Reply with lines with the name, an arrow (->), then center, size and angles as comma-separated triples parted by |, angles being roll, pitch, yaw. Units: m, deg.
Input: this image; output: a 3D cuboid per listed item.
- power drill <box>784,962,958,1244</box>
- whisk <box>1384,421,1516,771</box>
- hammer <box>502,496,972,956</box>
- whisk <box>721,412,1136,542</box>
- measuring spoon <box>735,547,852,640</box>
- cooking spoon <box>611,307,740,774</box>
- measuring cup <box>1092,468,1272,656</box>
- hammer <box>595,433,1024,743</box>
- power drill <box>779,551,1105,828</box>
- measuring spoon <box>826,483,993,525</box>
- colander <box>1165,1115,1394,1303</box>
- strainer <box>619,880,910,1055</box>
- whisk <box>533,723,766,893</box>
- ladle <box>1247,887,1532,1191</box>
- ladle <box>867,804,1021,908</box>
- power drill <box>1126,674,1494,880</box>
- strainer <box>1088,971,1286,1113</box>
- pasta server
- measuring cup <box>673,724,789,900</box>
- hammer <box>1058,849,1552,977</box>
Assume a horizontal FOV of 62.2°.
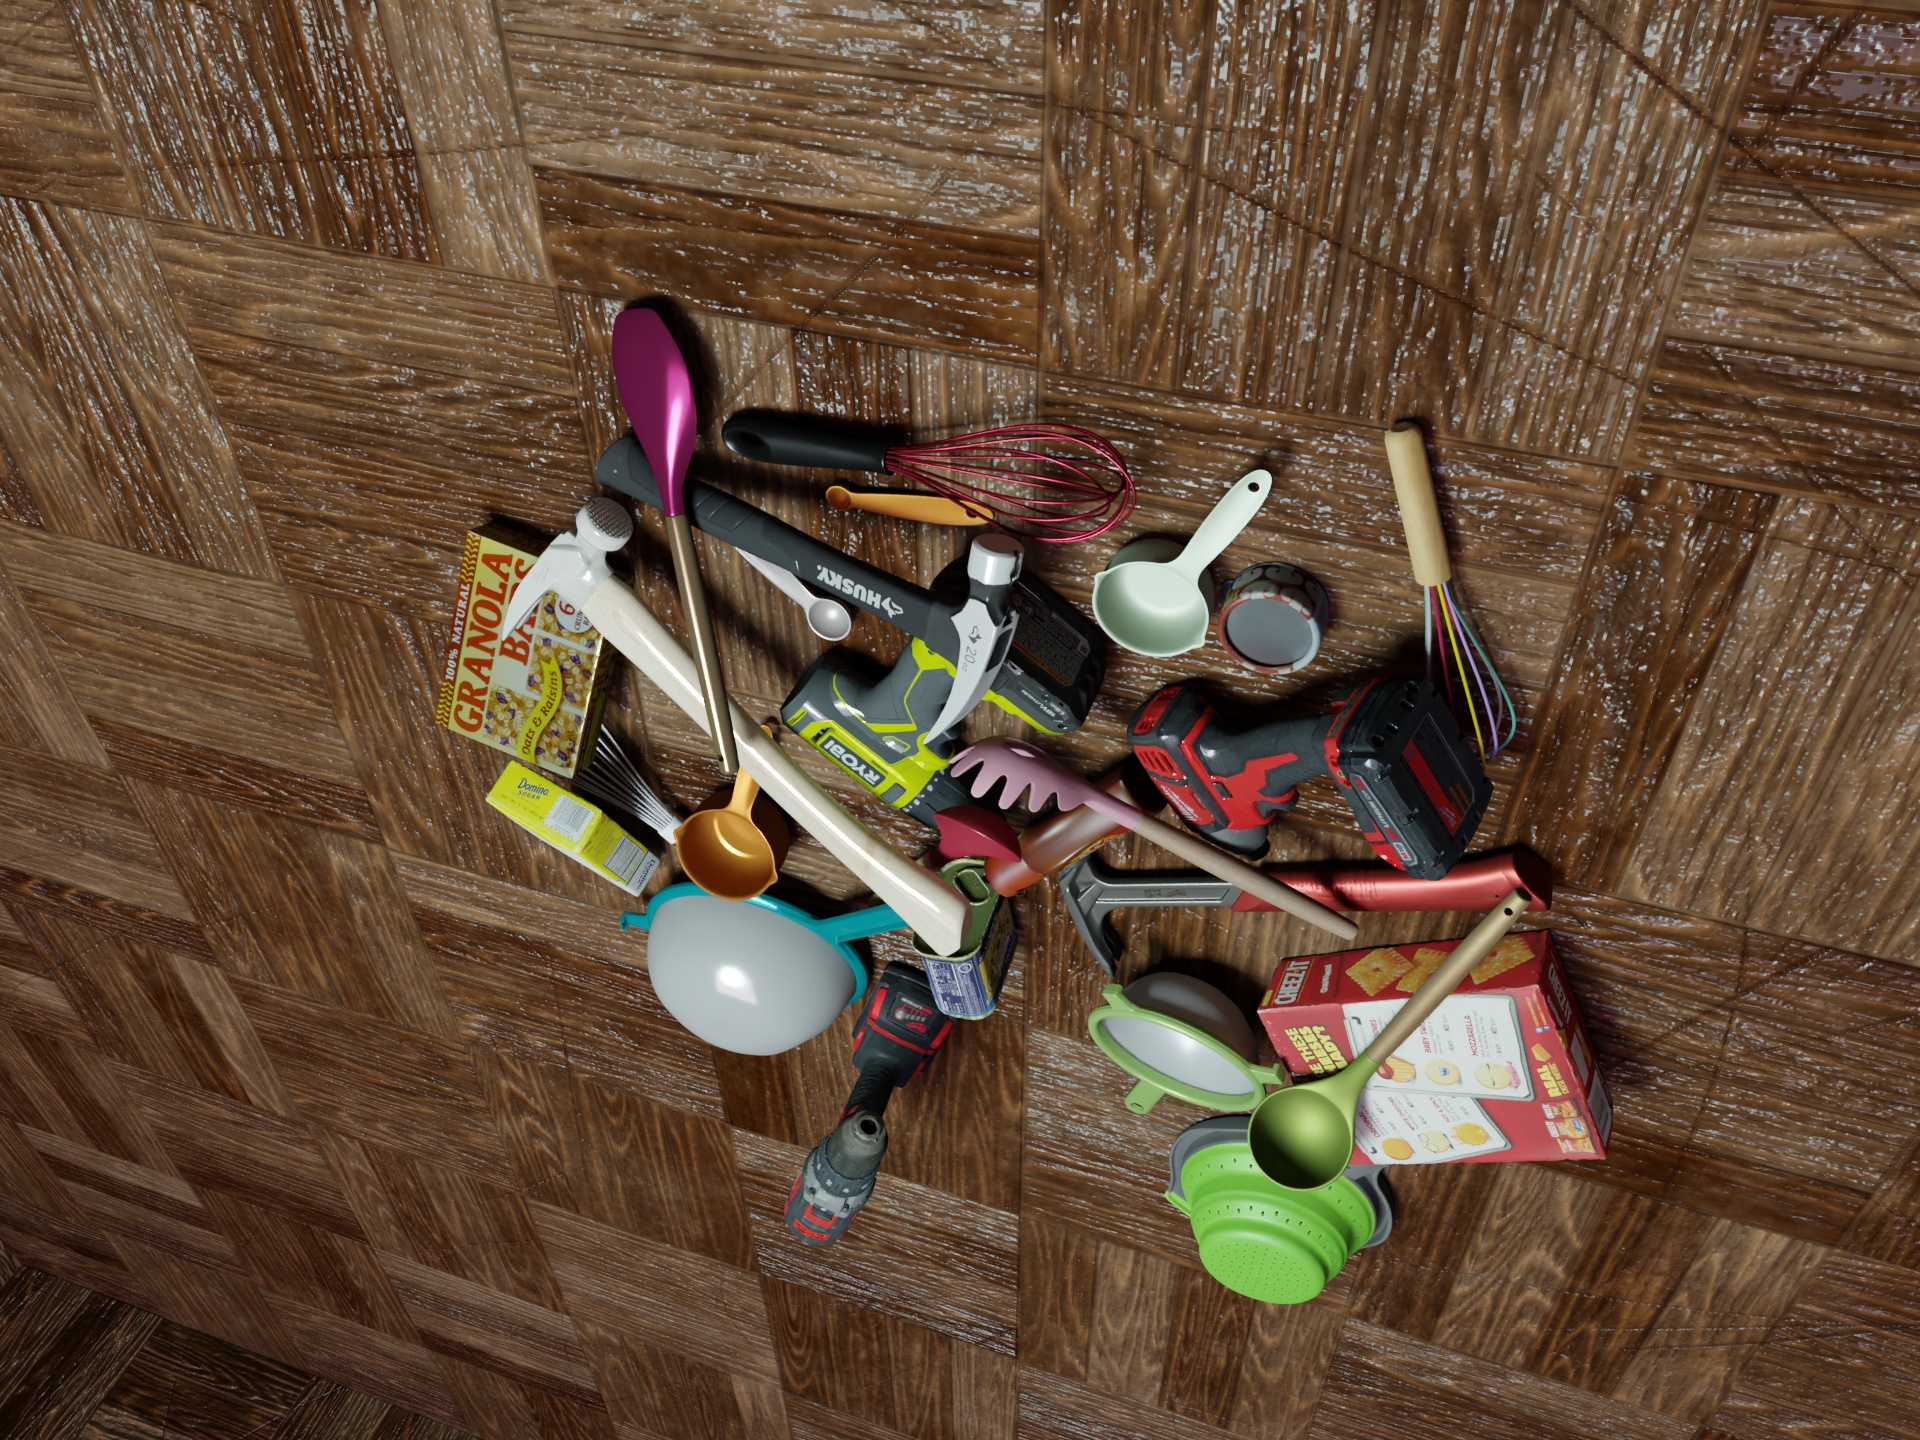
power drill -> -0.073, 0.321, 1.362 | 0.080, 0.227, 0.187 | 26, 137, 0
whisk -> 0.291, -0.067, 0.953 | 0.051, 0.047, 0.244 | -3, 126, 30
hammer -> -0.153, 0.027, 1.158 | 0.410, 0.038, 0.146 | 45, 127, -7
whisk -> -0.026, -0.164, 1.006 | 0.296, 0.073, 0.073 | 13, 136, 24
measuring spoon -> -0.124, -0.106, 1.139 | 0.124, 0.018, 0.034 | 43, 128, -7
cooking spoon -> -0.185, -0.113, 1.063 | 0.069, 0.017, 0.318 | 4, 112, 36
measuring cup -> 0.146, -0.107, 0.989 | 0.083, 0.038, 0.167 | 32, 135, -6
hammer -> -0.112, -0.108, 1.047 | 0.335, 0.035, 0.146 | 27, 125, 24
power drill -> -0.002, -0.004, 1.131 | 0.190, 0.080, 0.228 | 38, 138, -11
measuring spoon -> -0.034, -0.145, 1.060 | 0.117, 0.011, 0.021 | 8, 133, 14
colander -> 0.315, 0.409, 1.356 | 0.204, 0.095, 0.397 | 35, 137, -9
strainer -> -0.153, 0.222, 1.371 | 0.210, 0.095, 0.340 | 40, 142, -27
whisk -> -0.267, 0.072, 1.348 | 0.070, 0.070, 0.284 | -24, 122, 40
ladle -> 0.301, 0.228, 1.121 | 0.078, 0.062, 0.320 | 40, 131, 15
ladle -> -0.025, 0.113, 1.225 | 0.069, 0.031, 0.315 | 31, 156, -8
power drill -> 0.221, 0.041, 1.035 | 0.220, 0.078, 0.143 | -2, 131, 52
strainer -> 0.179, 0.271, 1.325 | 0.151, 0.069, 0.256 | 26, 154, 7
pasta server -> 0.138, 0.085, 1.085 | 0.316, 0.060, 0.040 | 27, 107, -15
measuring cup -> -0.173, 0.066, 1.305 | 0.095, 0.052, 0.173 | 24, 119, 5
hammer -> 0.245, 0.132, 1.168 | 0.359, 0.037, 0.149 | -4, 129, 29
